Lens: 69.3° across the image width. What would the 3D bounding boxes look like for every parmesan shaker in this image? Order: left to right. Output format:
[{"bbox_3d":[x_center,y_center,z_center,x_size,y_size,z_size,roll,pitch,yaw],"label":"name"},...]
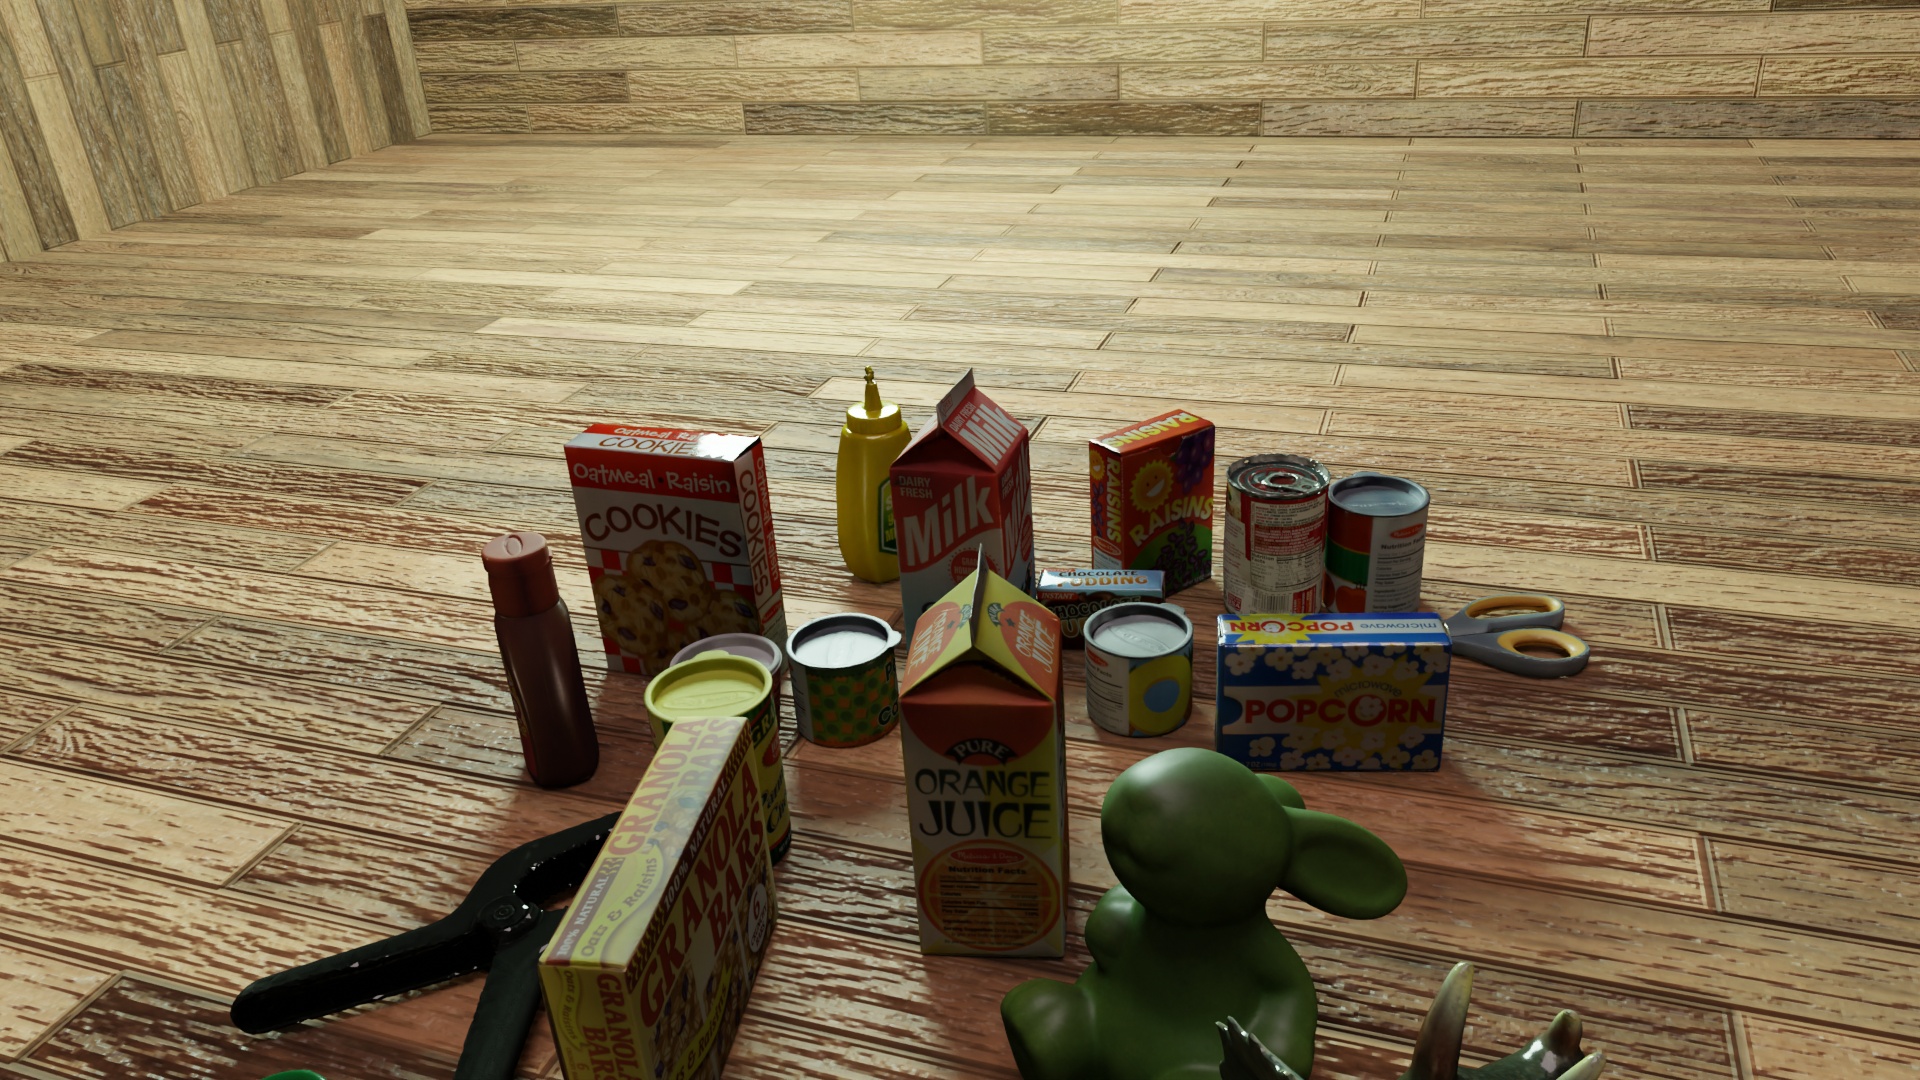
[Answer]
[{"bbox_3d":[-0.128,0.121,0.745,0.071,0.102,0.071,-3,26,2],"label":"parmesan shaker"}]

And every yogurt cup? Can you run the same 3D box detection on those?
[{"bbox_3d":[-0.141,0.096,0.851,0.072,0.053,0.073,-3,26,2],"label":"yogurt cup"}]

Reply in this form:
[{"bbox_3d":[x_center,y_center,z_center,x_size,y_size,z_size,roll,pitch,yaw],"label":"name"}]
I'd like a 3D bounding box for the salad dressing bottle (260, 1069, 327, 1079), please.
[{"bbox_3d":[-0.208,0.242,0.463,0.044,0.147,0.064,21,35,40],"label":"salad dressing bottle"}]

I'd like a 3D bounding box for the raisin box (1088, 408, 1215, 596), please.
[{"bbox_3d":[0.134,-0.020,0.968,0.086,0.122,0.040,-19,30,-28],"label":"raisin box"}]

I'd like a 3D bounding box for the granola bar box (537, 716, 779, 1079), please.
[{"bbox_3d":[-0.126,0.175,0.613,0.039,0.123,0.166,0,27,9],"label":"granola bar box"}]

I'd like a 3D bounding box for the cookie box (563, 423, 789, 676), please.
[{"bbox_3d":[-0.181,0.011,0.899,0.123,0.166,0.040,6,28,19],"label":"cookie box"}]

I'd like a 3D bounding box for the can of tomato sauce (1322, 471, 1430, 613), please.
[{"bbox_3d":[0.280,0.005,0.943,0.071,0.082,0.071,-3,26,2],"label":"can of tomato sauce"}]

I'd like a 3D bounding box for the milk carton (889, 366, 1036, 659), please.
[{"bbox_3d":[0.003,-0.011,0.893,0.073,0.189,0.073,5,28,17],"label":"milk carton"}]

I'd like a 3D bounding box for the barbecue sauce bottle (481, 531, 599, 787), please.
[{"bbox_3d":[-0.246,0.068,0.814,0.044,0.147,0.065,-12,27,-17],"label":"barbecue sauce bottle"}]

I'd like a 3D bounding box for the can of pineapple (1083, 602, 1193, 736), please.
[{"bbox_3d":[0.111,0.078,0.848,0.071,0.057,0.071,-3,26,2],"label":"can of pineapple"}]

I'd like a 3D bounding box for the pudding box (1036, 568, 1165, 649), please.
[{"bbox_3d":[0.094,0.046,0.924,0.084,0.049,0.030,1,27,10],"label":"pudding box"}]

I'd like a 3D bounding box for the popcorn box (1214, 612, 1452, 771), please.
[{"bbox_3d":[0.209,0.086,0.788,0.127,0.084,0.038,-1,26,6],"label":"popcorn box"}]

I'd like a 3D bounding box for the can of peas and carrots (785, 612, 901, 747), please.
[{"bbox_3d":[-0.069,0.085,0.856,0.071,0.058,0.071,-3,26,2],"label":"can of peas and carrots"}]

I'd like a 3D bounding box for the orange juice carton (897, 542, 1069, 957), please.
[{"bbox_3d":[0.013,0.102,0.663,0.073,0.191,0.072,-1,26,7],"label":"orange juice carton"}]

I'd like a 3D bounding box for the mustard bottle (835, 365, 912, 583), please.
[{"bbox_3d":[-0.060,-0.049,1.011,0.049,0.159,0.065,19,35,39],"label":"mustard bottle"}]
